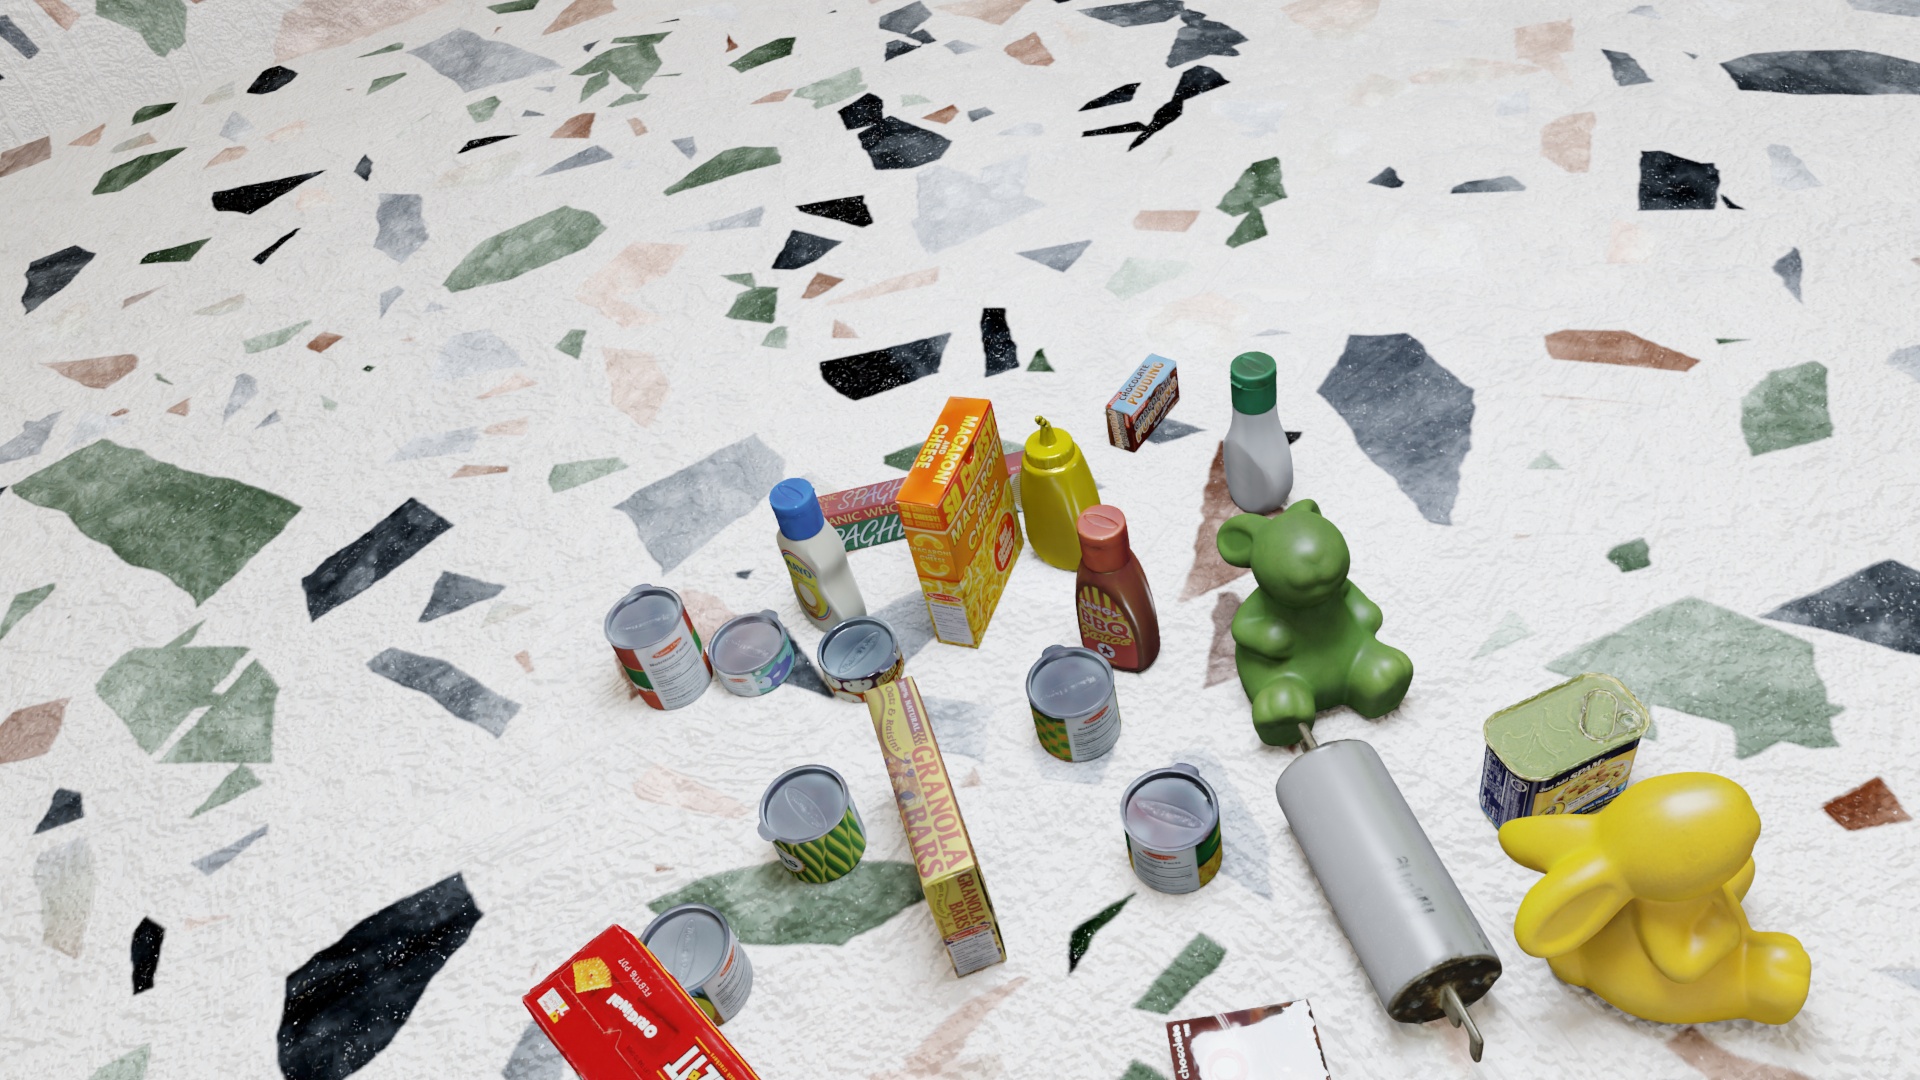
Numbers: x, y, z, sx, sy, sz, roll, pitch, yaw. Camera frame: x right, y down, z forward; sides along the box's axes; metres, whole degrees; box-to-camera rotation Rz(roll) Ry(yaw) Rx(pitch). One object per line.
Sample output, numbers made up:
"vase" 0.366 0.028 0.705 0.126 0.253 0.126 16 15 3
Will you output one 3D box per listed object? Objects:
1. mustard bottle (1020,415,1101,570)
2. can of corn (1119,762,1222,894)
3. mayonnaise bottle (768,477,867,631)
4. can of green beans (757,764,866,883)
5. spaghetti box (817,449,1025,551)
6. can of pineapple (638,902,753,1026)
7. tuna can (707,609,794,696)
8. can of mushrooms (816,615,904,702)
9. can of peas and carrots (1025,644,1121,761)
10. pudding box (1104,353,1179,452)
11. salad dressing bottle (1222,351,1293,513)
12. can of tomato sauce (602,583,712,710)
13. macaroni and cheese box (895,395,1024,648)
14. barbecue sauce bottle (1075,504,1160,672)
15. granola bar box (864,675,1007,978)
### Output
"mustard bottle" 0.080 -0.044 1.134 0.065 0.159 0.049 16 52 28
"can of corn" 0.146 0.197 0.951 0.071 0.058 0.071 -7 45 7
"mayonnaise bottle" -0.120 0.013 1.137 0.065 0.147 0.041 27 58 34
"can of green beans" -0.106 0.206 1.007 0.071 0.057 0.071 -7 45 7
"spaghetti box" -0.028 -0.034 1.229 0.250 0.050 0.029 -13 45 2
"can of pineapple" -0.182 0.289 0.944 0.071 0.057 0.071 -7 45 7
"tuna can" -0.172 0.093 1.153 0.071 0.032 0.071 -7 45 7
"can of mushrooms" -0.079 0.097 1.125 0.071 0.033 0.071 -7 45 7
"can of peas and carrots" 0.084 0.121 1.041 0.071 0.058 0.071 -7 45 7
"pudding box" 0.167 -0.127 1.272 0.030 0.049 0.084 22 55 31
"salad dressing bottle" 0.244 -0.088 1.144 0.044 0.147 0.064 -33 47 -17
"can of tomato sauce" -0.248 0.088 1.141 0.071 0.082 0.071 -7 45 7
"macaroni and cheese box" 0.004 -0.014 1.119 0.040 0.165 0.124 8 49 21
"barbecue sauce bottle" 0.115 0.036 1.054 0.065 0.147 0.044 21 54 30
"granola bar box" -0.017 0.193 0.950 0.039 0.123 0.166 -19 45 -4
